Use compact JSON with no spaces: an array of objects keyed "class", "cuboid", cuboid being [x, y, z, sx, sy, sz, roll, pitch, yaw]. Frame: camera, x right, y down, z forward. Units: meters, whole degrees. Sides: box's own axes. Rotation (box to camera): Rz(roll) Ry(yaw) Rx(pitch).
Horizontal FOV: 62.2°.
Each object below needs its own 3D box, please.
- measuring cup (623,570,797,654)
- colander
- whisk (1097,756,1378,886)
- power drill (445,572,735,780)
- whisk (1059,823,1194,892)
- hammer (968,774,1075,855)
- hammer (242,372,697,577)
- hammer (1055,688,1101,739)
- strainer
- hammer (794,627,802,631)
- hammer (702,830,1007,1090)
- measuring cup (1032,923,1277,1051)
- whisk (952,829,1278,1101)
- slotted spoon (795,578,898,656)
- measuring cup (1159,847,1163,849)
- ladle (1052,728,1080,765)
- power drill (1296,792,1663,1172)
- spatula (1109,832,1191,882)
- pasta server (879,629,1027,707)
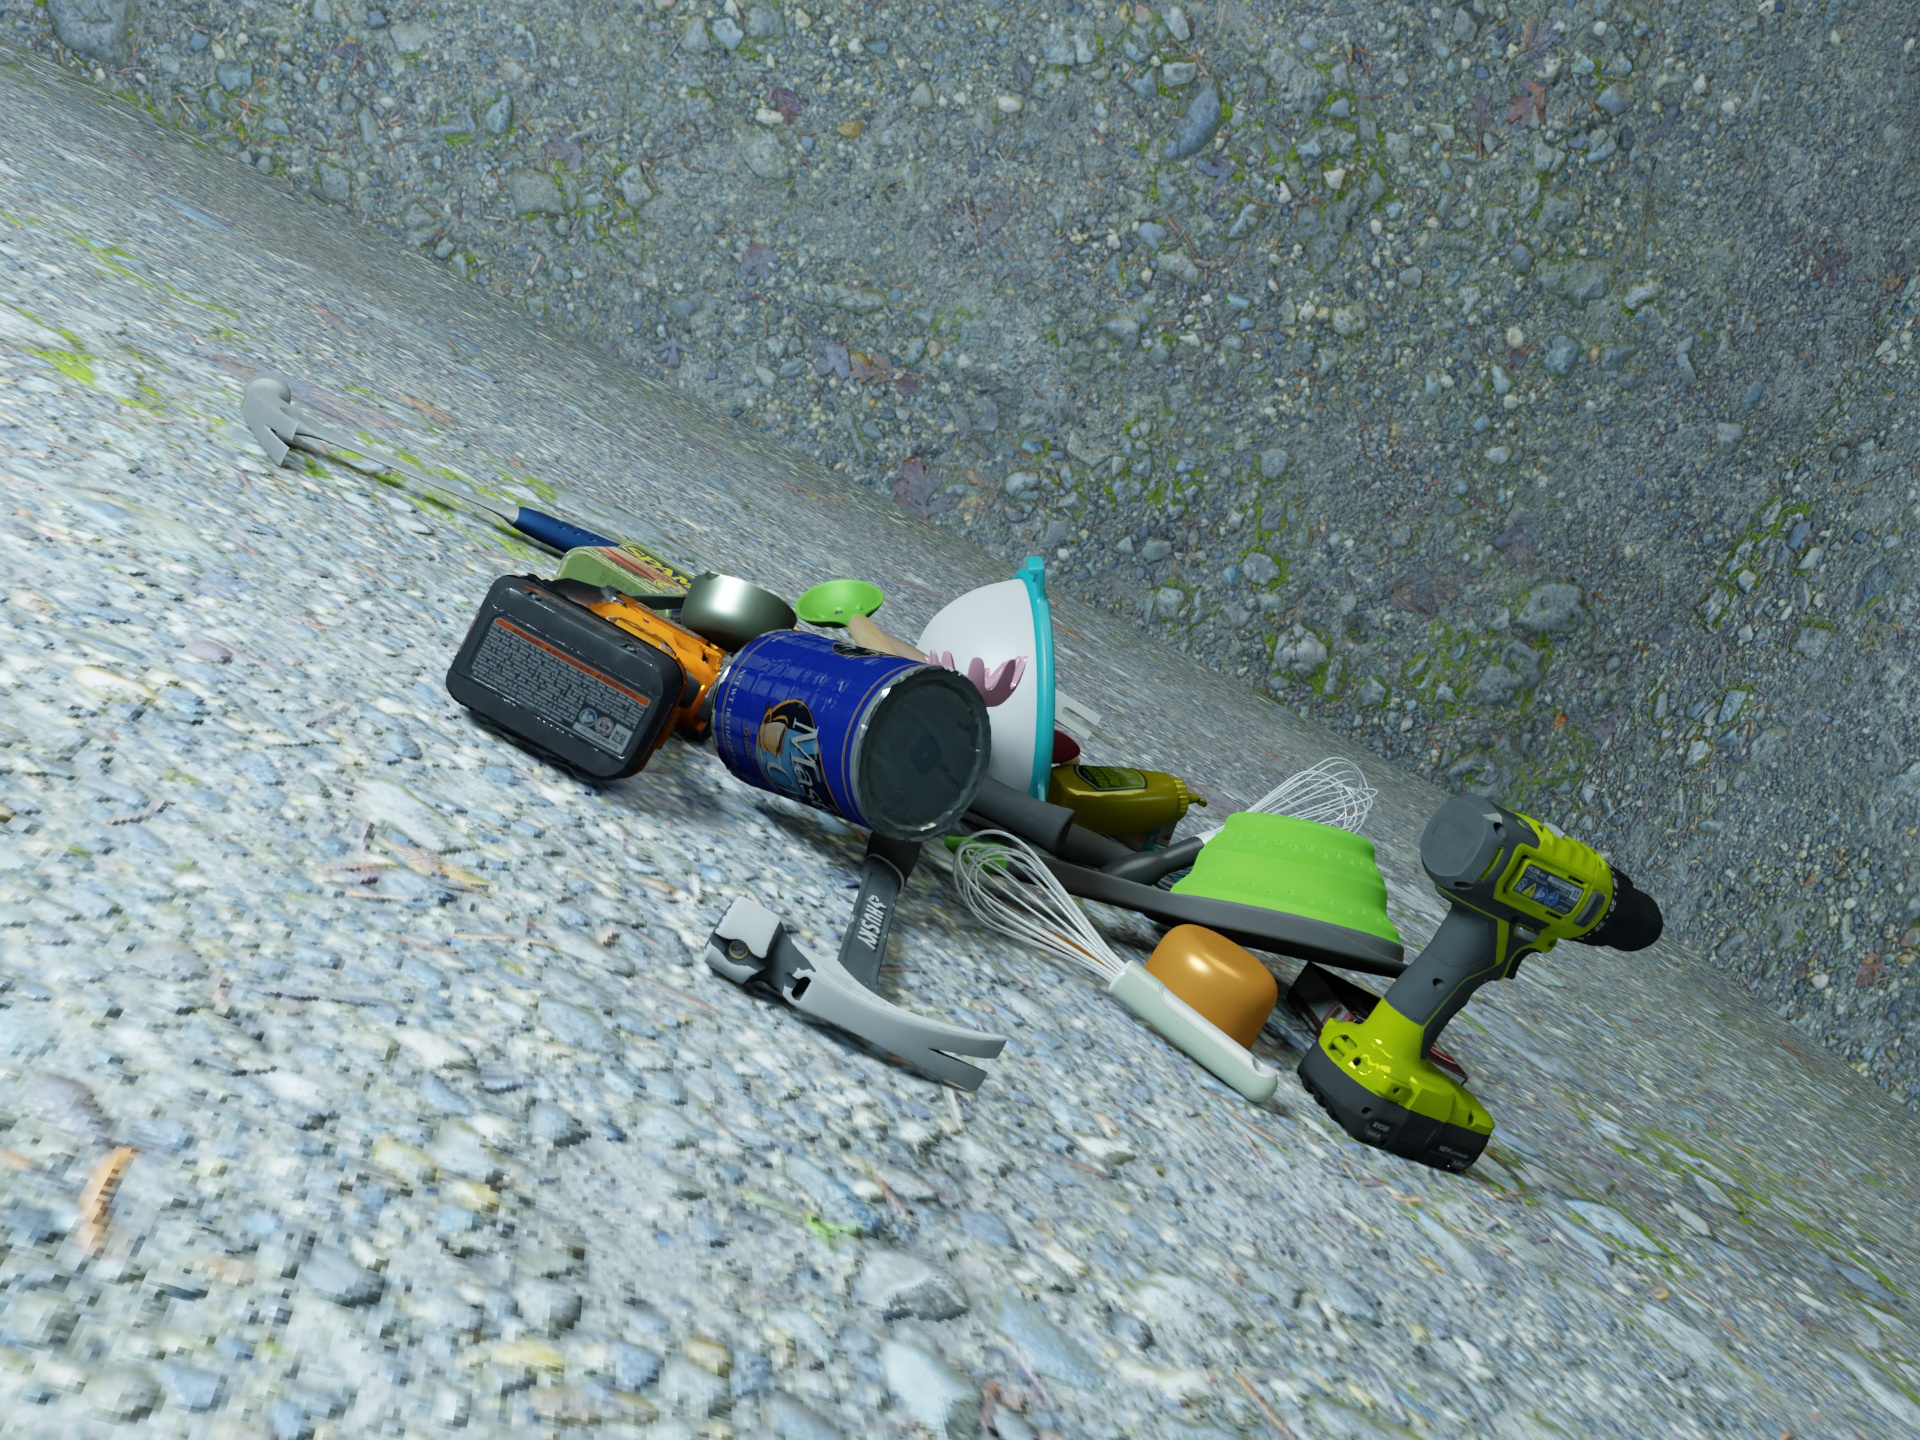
[{"class":"measuring cup","cuboid":[-0.191,-0.067,1.101,0.168,0.038,0.083,4,-24,31]},{"class":"colander","cuboid":[0.173,0.102,1.145,0.396,0.094,0.204,17,-9,-25]},{"class":"whisk","cuboid":[0.222,0.091,1.275,0.284,0.070,0.070,-16,35,-27]},{"class":"power drill","cuboid":[-0.227,-0.040,0.966,0.164,0.084,0.226,29,7,-1]},{"class":"whisk","cuboid":[0.155,0.122,1.283,0.239,0.055,0.055,22,13,-15]},{"class":"hammer","cuboid":[-0.063,0.016,1.100,0.335,0.035,0.146,24,8,31]},{"class":"hammer","cuboid":[-0.369,-0.167,1.281,0.405,0.035,0.144,23,12,-30]},{"class":"hammer","cuboid":[0.048,-0.012,1.642,0.146,0.038,0.410,32,12,9]},{"class":"strainer","cuboid":[-0.002,-0.004,1.268,0.095,0.211,0.340,1,-7,-9]},{"class":"hammer","cuboid":[-0.127,-0.055,1.189,0.127,0.034,0.337,17,7,-38]},{"class":"hammer","cuboid":[-0.041,0.097,0.928,0.149,0.036,0.409,30,11,-3]},{"class":"measuring cup","cuboid":[0.132,0.155,1.049,0.173,0.052,0.095,29,11,-14]},{"class":"whisk","cuboid":[0.094,0.153,0.989,0.246,0.059,0.058,37,19,13]},{"class":"slotted spoon","cuboid":[-0.071,-0.063,1.133,0.070,0.031,0.314,-13,15,-8]},{"class":"measuring cup","cuboid":[0.222,0.143,1.435,0.156,0.029,0.062,16,10,-4]},{"class":"ladle","cuboid":[0.089,0.029,1.477,0.069,0.031,0.315,17,-1,11]},{"class":"power drill","cuboid":[0.342,0.174,1.035,0.190,0.228,0.080,24,12,-27]},{"class":"spatula","cuboid":[0.144,0.089,1.407,0.317,0.044,0.082,31,36,16]},{"class":"pasta server","cuboid":[-0.028,-0.048,1.120,0.060,0.040,0.316,3,10,-18]}]
